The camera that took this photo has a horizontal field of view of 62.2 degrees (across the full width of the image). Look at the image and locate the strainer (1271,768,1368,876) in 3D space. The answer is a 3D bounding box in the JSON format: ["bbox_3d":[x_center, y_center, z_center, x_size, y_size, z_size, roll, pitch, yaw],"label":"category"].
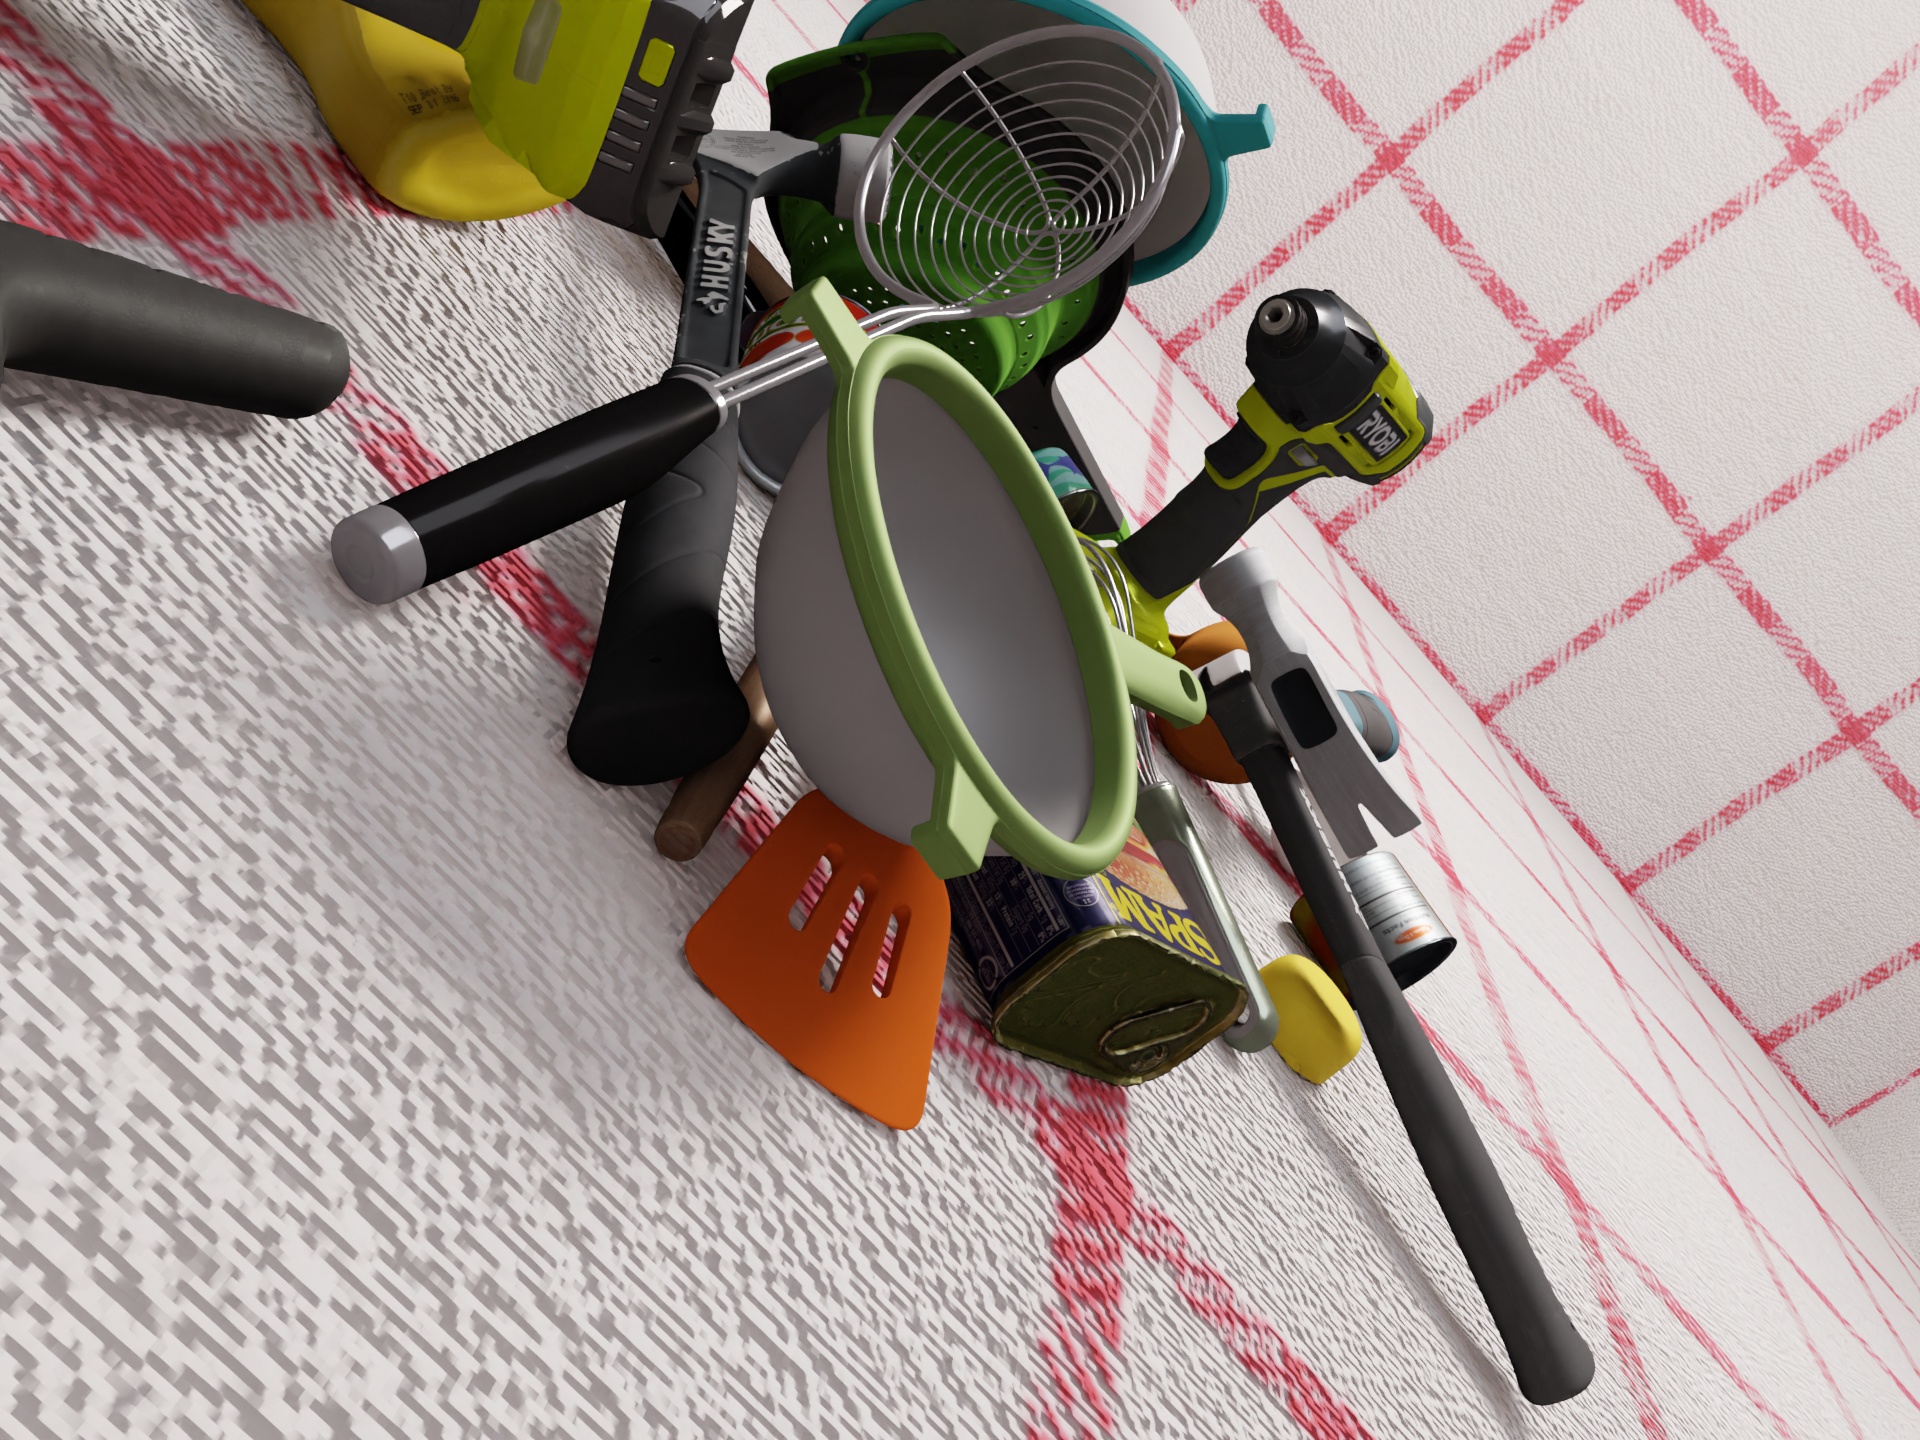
[{"bbox_3d":[0.185,0.029,0.964,0.086,0.050,0.259,60,2,-40],"label":"strainer"}]

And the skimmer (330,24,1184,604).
[{"bbox_3d":[-0.048,-0.143,0.488,0.363,0.127,0.090,-40,135,-47],"label":"skimmer"}]

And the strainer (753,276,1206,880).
[{"bbox_3d":[0.009,-0.016,0.477,0.256,0.069,0.151,16,56,-64],"label":"strainer"}]

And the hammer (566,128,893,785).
[{"bbox_3d":[-0.094,-0.124,0.553,0.149,0.036,0.409,5,40,-8],"label":"hammer"}]

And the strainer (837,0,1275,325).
[{"bbox_3d":[0.027,-0.312,0.877,0.211,0.095,0.340,25,-18,-11],"label":"strainer"}]

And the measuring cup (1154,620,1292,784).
[{"bbox_3d":[0.115,-0.031,0.883,0.173,0.095,0.052,33,22,6],"label":"measuring cup"}]

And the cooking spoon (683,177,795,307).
[{"bbox_3d":[-0.086,-0.203,0.772,0.319,0.017,0.068,50,29,18],"label":"cooking spoon"}]

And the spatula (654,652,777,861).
[{"bbox_3d":[-0.050,-0.038,0.545,0.018,0.059,0.316,31,27,-7],"label":"spatula"}]

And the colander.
[{"bbox_3d":[0.014,-0.182,0.887,0.396,0.204,0.095,53,46,-48],"label":"colander"}]

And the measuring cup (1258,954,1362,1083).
[{"bbox_3d":[0.124,0.096,0.704,0.156,0.029,0.062,48,18,-12],"label":"measuring cup"}]

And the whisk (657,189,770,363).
[{"bbox_3d":[-0.145,-0.252,0.739,0.239,0.055,0.055,56,19,4],"label":"whisk"}]

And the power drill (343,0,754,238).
[{"bbox_3d":[-0.178,-0.209,0.417,0.228,0.080,0.191,12,27,-32],"label":"power drill"}]

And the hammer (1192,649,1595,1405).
[{"bbox_3d":[0.177,0.118,0.678,0.146,0.035,0.335,25,40,-63],"label":"hammer"}]

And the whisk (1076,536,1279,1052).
[{"bbox_3d":[0.077,0.025,0.680,0.059,0.058,0.246,11,53,-58],"label":"whisk"}]

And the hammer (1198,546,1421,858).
[{"bbox_3d":[0.185,-0.002,0.772,0.128,0.033,0.331,65,16,11],"label":"hammer"}]

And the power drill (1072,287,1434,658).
[{"bbox_3d":[0.116,-0.113,0.783,0.171,0.223,0.080,16,38,-59],"label":"power drill"}]

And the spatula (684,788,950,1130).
[{"bbox_3d":[-0.036,0.003,0.532,0.081,0.041,0.323,42,16,-20],"label":"spatula"}]
